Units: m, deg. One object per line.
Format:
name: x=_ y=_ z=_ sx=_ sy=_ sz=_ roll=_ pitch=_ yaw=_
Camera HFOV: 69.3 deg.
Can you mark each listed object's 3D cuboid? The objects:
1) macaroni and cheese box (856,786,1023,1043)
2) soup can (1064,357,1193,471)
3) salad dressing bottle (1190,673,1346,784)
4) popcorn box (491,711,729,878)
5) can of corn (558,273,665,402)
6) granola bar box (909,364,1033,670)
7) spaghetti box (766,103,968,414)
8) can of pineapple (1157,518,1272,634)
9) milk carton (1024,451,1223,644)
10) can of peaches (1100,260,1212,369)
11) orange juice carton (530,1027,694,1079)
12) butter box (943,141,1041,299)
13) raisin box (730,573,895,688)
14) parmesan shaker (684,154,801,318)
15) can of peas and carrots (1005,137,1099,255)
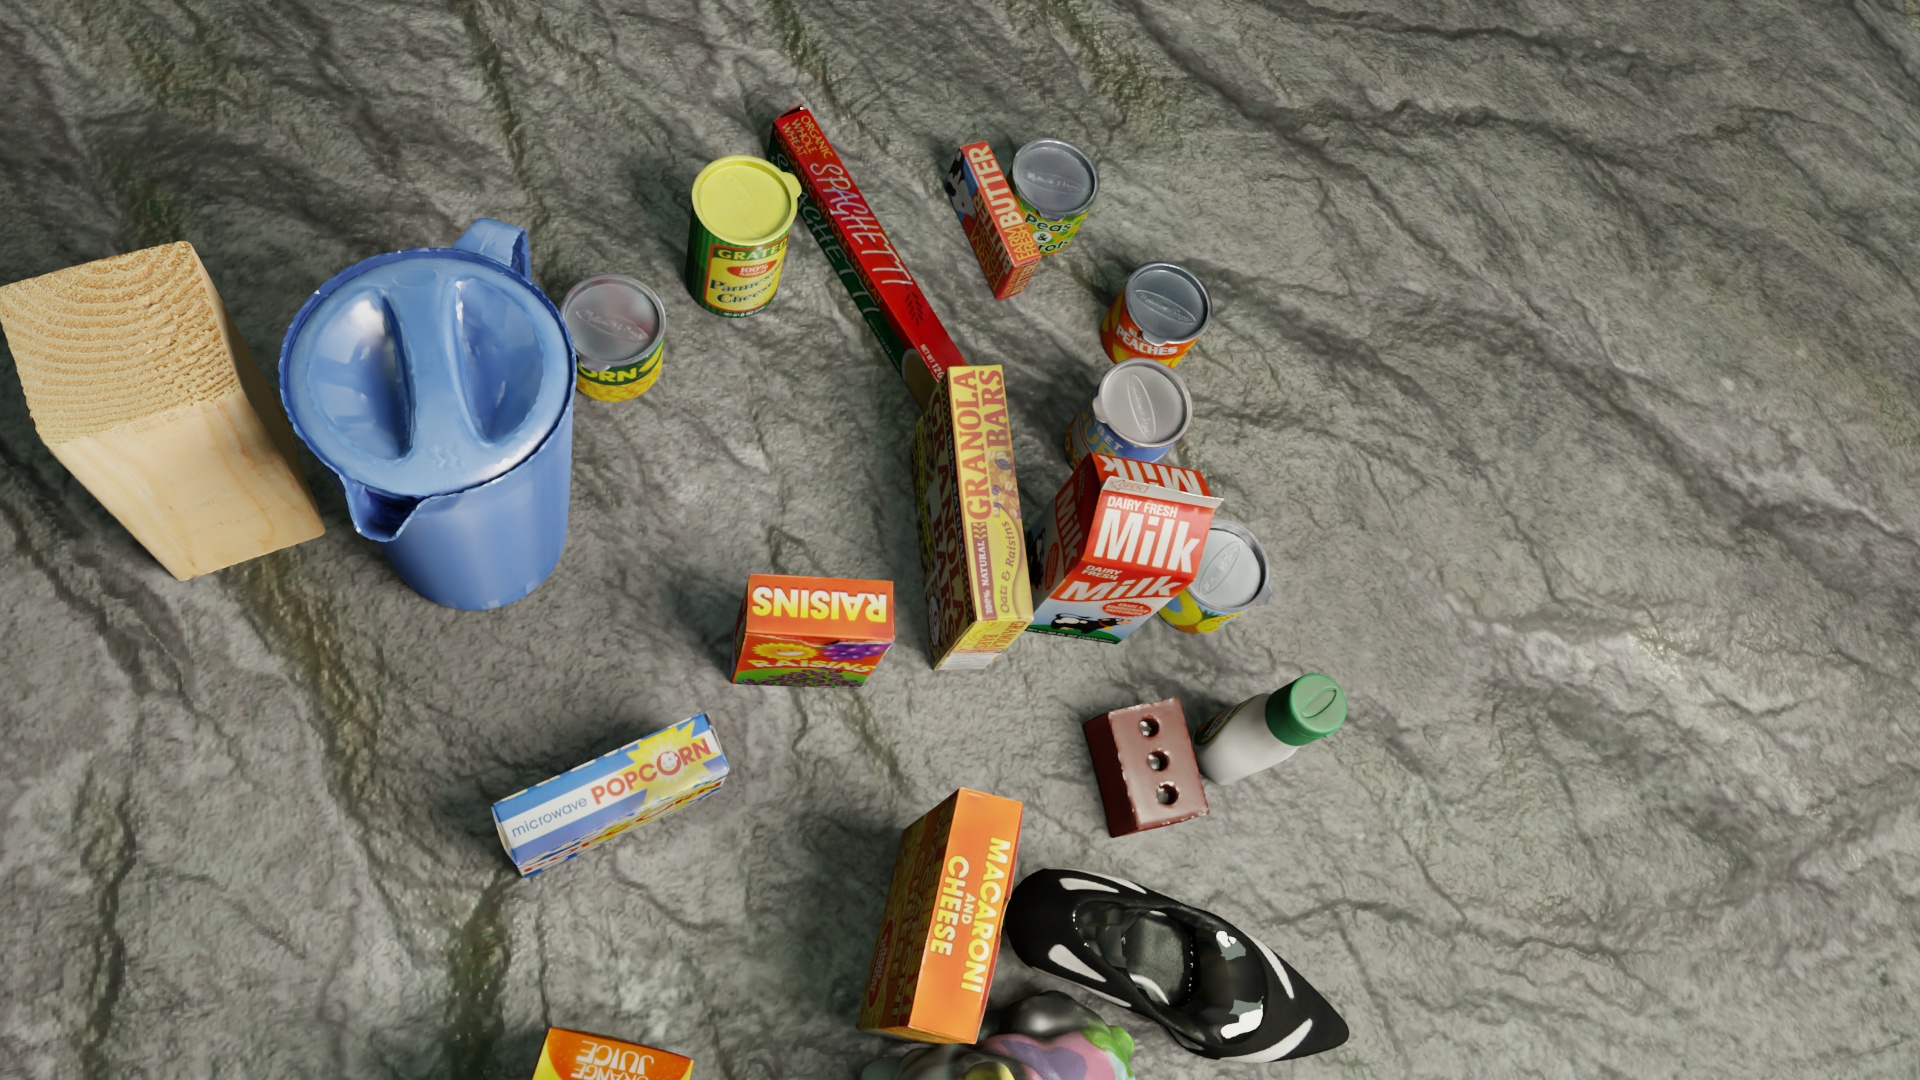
macaroni and cheese box: x=-0.013 y=0.213 z=0.775 sx=0.040 sy=0.165 sz=0.124 roll=16 pitch=68 yaw=-8
soup can: x=0.111 y=-0.078 z=0.958 sx=0.071 sy=0.083 sz=0.071 roll=5 pitch=70 yaw=-12
salad dressing bottle: x=0.192 y=0.118 z=0.871 sx=0.064 sy=0.147 sz=0.044 roll=-33 pitch=81 yaw=-22
popcorn box: x=-0.200 y=0.147 z=0.797 sx=0.127 sy=0.085 sz=0.038 roll=-23 pitch=78 yaw=-20
can of corn: x=-0.228 y=-0.129 z=0.907 sx=0.071 sy=0.058 sz=0.071 roll=5 pitch=70 yaw=-12
granola bar box: x=0.003 y=-0.011 z=0.884 sx=0.039 sy=0.123 sz=0.166 roll=-2 pitch=71 yaw=-14
spaghetti box: x=-0.063 y=-0.191 z=0.974 sx=0.029 sy=0.050 sz=0.250 roll=-27 pitch=79 yaw=-21
can of pineapple: x=0.170 y=0.027 z=0.947 sx=0.071 sy=0.057 sz=0.071 roll=5 pitch=70 yaw=-12
milk carton: x=0.096 y=0.002 z=0.866 sx=0.072 sy=0.189 sz=0.073 roll=10 pitch=69 yaw=-10
can of peaches: x=0.140 y=-0.158 z=1.008 sx=0.071 sy=0.058 sz=0.071 roll=5 pitch=70 yaw=-12
orange juice carton: x=-0.180 y=0.287 z=0.693 sx=0.072 sy=0.192 sz=0.073 roll=17 pitch=68 yaw=-8
butter box: x=0.023 y=-0.232 z=1.009 sx=0.024 sy=0.053 sz=0.103 roll=-19 pitch=76 yaw=-19
raisin box: x=-0.092 y=0.057 z=0.836 sx=0.086 sy=0.123 sz=0.040 roll=4 pitch=70 yaw=-12
parmesan shaker: x=-0.146 y=-0.201 z=0.929 sx=0.071 sy=0.102 sz=0.071 roll=5 pitch=70 yaw=-12
can of peas and carrots: x=0.062 y=-0.250 z=1.022 sx=0.071 sy=0.058 sz=0.071 roll=5 pitch=70 yaw=-12
